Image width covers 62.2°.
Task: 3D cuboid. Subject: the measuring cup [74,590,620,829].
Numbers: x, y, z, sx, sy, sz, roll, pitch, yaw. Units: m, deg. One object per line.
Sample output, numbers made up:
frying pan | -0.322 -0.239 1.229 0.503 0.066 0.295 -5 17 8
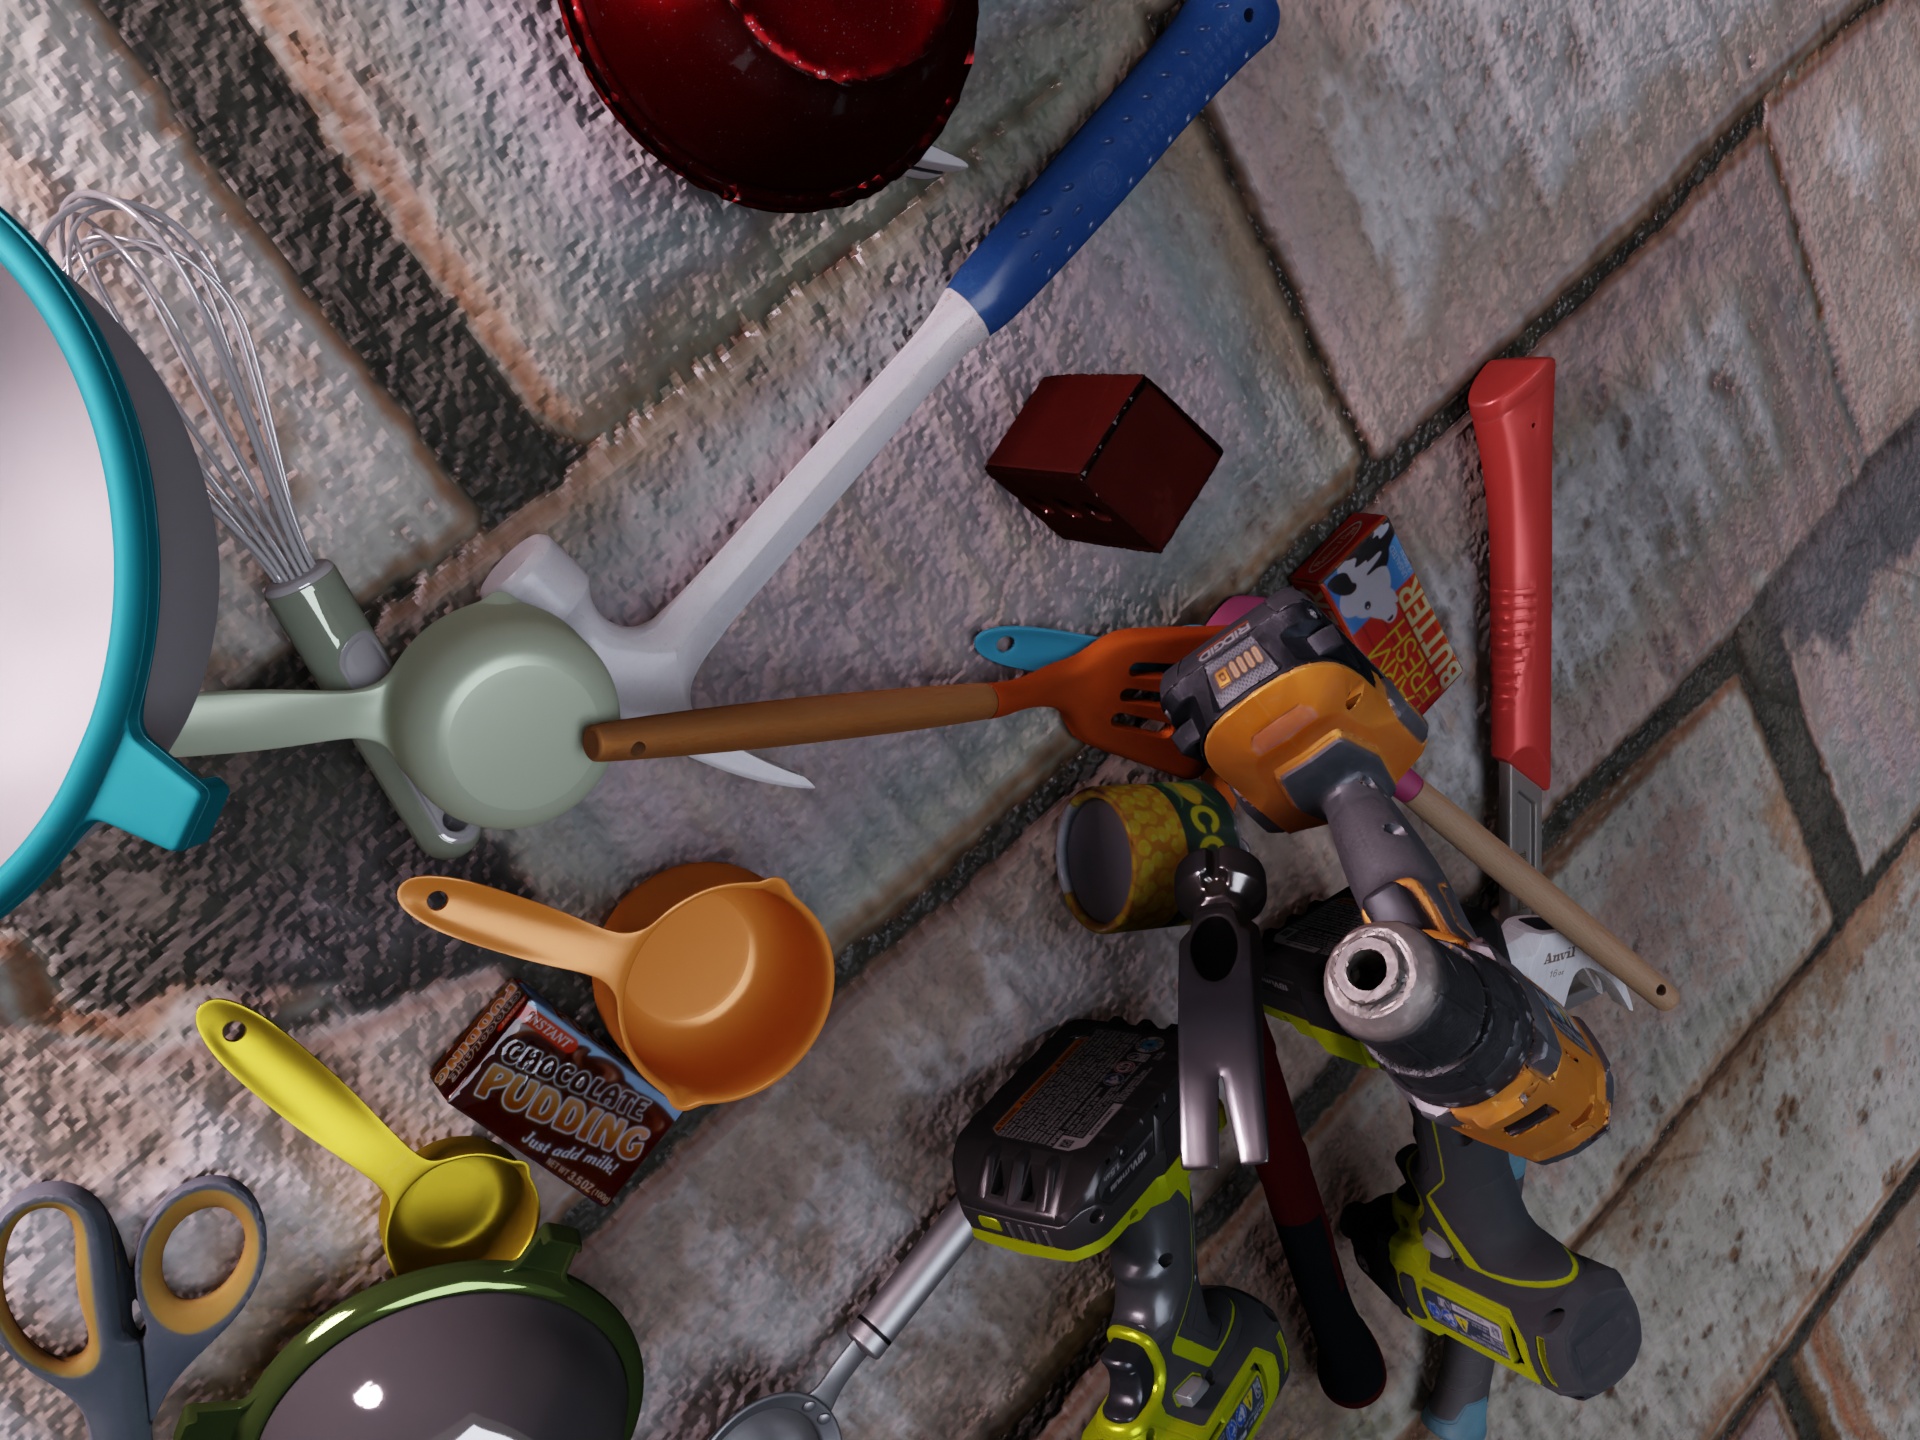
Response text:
measuring cup | -0.190 0.003 0.516 0.167 0.038 0.083 -4 110 -34

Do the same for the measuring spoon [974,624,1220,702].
measuring spoon | 0.063 -0.032 0.713 0.128 0.021 0.042 6 117 -22

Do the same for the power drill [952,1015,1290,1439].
power drill | 0.071 0.270 0.713 0.190 0.080 0.228 -34 116 -47

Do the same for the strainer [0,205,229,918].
strainer | -0.299 -0.105 0.439 0.211 0.095 0.340 -14 89 14

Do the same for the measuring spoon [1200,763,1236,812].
measuring spoon | 0.123 0.030 0.750 0.021 0.011 0.117 5 106 0

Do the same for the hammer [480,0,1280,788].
hammer | -0.001 -0.151 0.637 0.405 0.035 0.144 -50 119 -12

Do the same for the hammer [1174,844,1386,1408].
hammer | 0.155 0.236 0.731 0.038 0.143 0.385 -9 132 16

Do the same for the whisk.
whisk | -0.222 -0.054 0.525 0.058 0.059 0.246 -51 129 -44

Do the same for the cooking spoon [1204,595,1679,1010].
cooking spoon | 0.240 0.049 0.778 0.318 0.017 0.069 38 85 -13

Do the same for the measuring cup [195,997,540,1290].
measuring cup | -0.218 0.150 0.580 0.062 0.029 0.156 -45 116 -15

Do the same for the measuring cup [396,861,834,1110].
measuring cup | -0.132 0.084 0.601 0.173 0.052 0.095 24 88 -30

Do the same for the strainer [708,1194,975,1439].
strainer | -0.046 0.277 0.698 0.258 0.050 0.086 -47 125 -20

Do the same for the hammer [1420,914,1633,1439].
hammer | 0.293 0.259 0.871 0.128 0.033 0.331 -8 112 -28

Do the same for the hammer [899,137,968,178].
hammer | 0.020 -0.364 0.607 0.146 0.035 0.335 39 80 -29

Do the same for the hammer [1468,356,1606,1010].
hammer | 0.304 -0.010 0.844 0.149 0.037 0.359 -14 107 -27

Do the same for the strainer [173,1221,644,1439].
strainer | -0.171 0.323 0.604 0.151 0.069 0.256 -24 118 -14

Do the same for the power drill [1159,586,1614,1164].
power drill | 0.158 0.055 0.620 0.084 0.226 0.185 -36 141 19

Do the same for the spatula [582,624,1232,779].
spatula | -0.001 -0.002 0.633 0.322 0.041 0.081 -7 124 -43

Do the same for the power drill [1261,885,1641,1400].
power drill | 0.222 0.200 0.773 0.080 0.171 0.223 -26 103 -23
